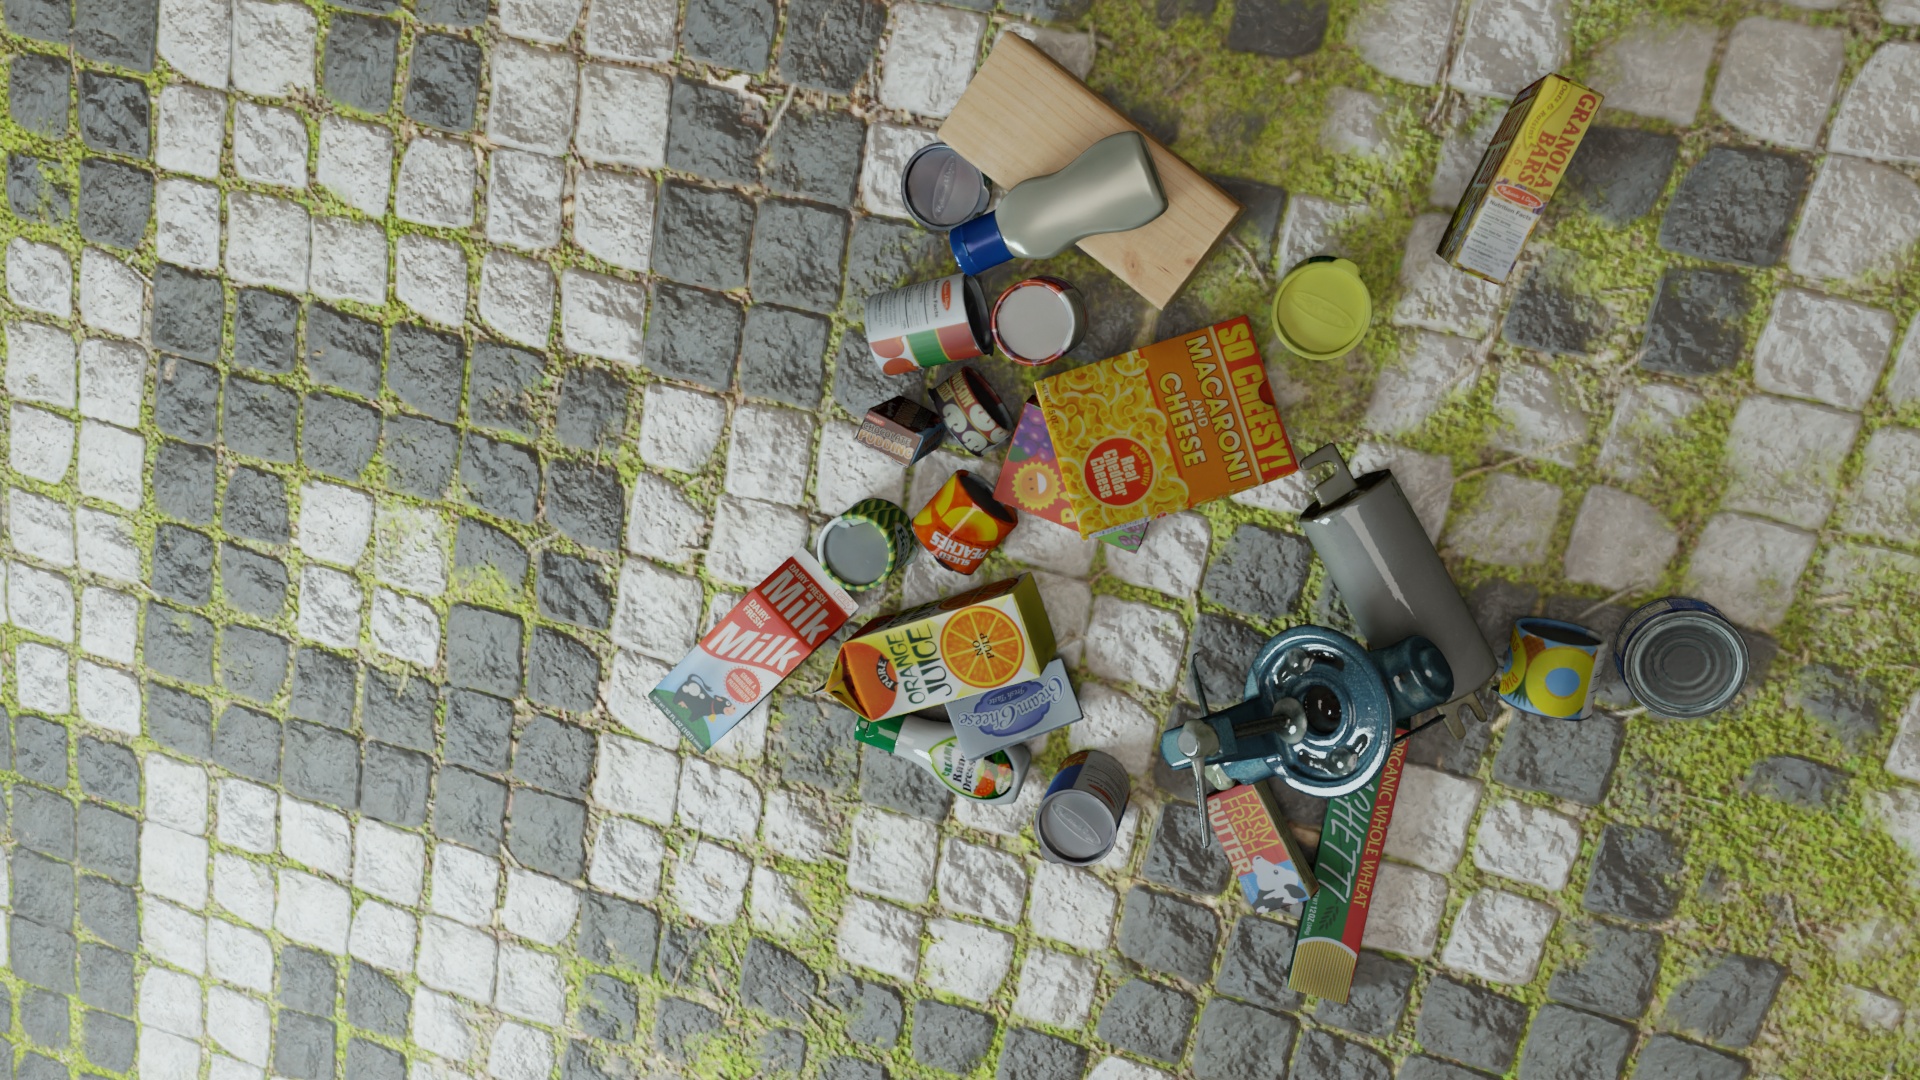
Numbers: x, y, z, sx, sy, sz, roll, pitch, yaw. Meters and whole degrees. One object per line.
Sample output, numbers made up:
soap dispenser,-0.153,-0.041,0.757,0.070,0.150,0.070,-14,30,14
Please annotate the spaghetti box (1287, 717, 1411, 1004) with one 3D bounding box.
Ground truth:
spaghetti box,0.311,0.253,1.115,0.050,0.029,0.249,12,106,13

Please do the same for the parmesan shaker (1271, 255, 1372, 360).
parmesan shaker,0.259,-0.170,0.987,0.071,0.103,0.071,4,105,14

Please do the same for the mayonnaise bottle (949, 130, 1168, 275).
mayonnaise bottle,0.065,-0.227,0.961,0.148,0.041,0.064,-19,97,20

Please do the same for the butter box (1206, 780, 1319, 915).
butter box,0.241,0.244,1.118,0.053,0.024,0.103,-30,82,33

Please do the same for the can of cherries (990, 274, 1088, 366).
can of cherries,0.058,-0.168,1.063,0.071,0.058,0.071,3,104,13

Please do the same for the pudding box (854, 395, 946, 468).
pudding box,-0.045,-0.087,1.097,0.050,0.084,0.030,28,109,7

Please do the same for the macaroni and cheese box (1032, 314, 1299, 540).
macaroni and cheese box,0.152,-0.083,1.035,0.166,0.040,0.124,-17,83,5

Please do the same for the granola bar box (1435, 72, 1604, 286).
granola bar box,0.361,-0.235,0.911,0.039,0.166,0.123,26,109,8

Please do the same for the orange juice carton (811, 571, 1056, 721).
orange juice carton,-0.026,0.092,1.141,0.192,0.072,0.073,-17,98,18

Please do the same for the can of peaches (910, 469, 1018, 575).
can of peaches,0.004,-0.014,1.109,0.071,0.071,0.058,43,109,1

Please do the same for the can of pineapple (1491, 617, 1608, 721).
can of pineapple,0.435,0.094,1.024,0.071,0.071,0.057,10,105,12

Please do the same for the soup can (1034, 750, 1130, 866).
soup can,0.099,0.219,1.133,0.071,0.084,0.071,4,104,14

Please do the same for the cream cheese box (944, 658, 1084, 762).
cream cheese box,0.044,0.139,1.138,0.104,0.024,0.053,-21,76,3

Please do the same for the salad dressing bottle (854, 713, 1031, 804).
salad dressing bottle,-0.016,0.176,1.174,0.148,0.044,0.064,19,99,10

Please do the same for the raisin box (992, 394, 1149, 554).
raisin box,0.097,-0.053,1.092,0.123,0.040,0.085,21,108,8

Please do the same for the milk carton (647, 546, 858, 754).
milk carton,-0.169,0.089,1.173,0.072,0.074,0.190,46,113,1

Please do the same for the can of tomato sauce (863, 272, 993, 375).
can of tomato sauce,-0.024,-0.167,1.083,0.083,0.071,0.071,-11,101,17

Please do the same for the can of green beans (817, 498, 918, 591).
can of green beans,-0.077,0.003,1.141,0.071,0.058,0.071,4,104,14

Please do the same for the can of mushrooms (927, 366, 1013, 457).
can of mushrooms,0.008,-0.103,1.087,0.033,0.071,0.071,-35,93,19

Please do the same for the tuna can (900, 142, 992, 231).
tuna can,-0.008,-0.271,1.069,0.071,0.033,0.071,4,104,14
